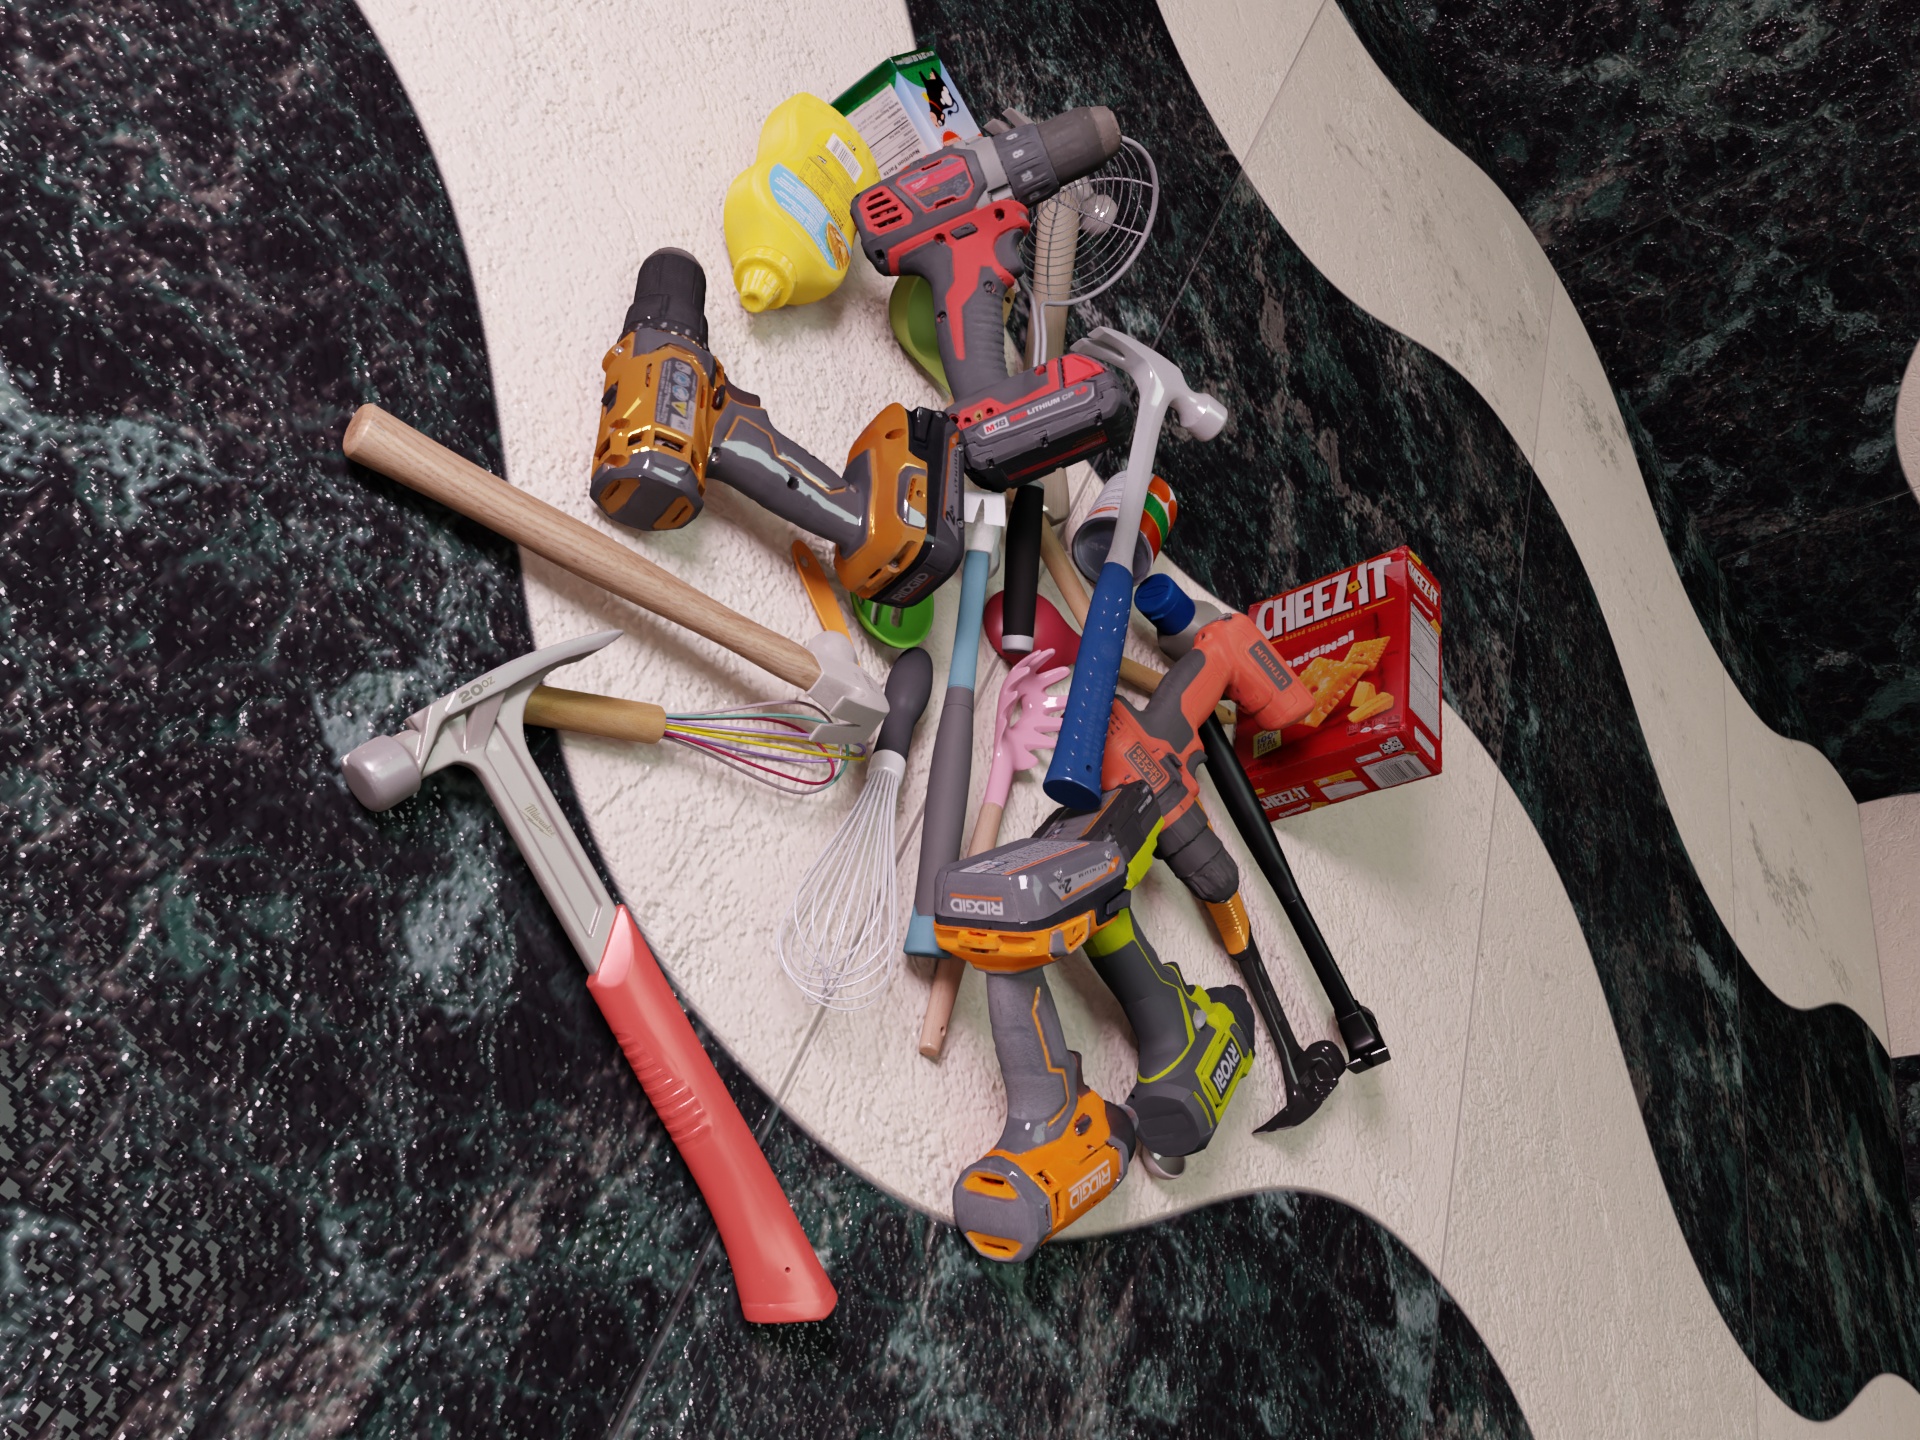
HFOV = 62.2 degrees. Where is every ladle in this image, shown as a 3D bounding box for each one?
[{"bbox_3d":[0.040,-0.193,1.172,0.078,0.062,0.320,-29,91,-41],"label":"ladle"},{"bbox_3d":[0.130,-0.039,1.250,0.315,0.031,0.069,20,57,-46],"label":"ladle"}]

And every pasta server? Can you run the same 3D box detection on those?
[{"bbox_3d":[0.022,0.078,1.045,0.060,0.040,0.316,50,40,-35],"label":"pasta server"}]

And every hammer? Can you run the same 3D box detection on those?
[{"bbox_3d":[0.203,0.149,1.233,0.127,0.034,0.337,-24,91,-54],"label":"hammer"},{"bbox_3d":[-0.002,-0.003,1.027,0.128,0.033,0.331,93,4,-65],"label":"hammer"},{"bbox_3d":[-0.150,0.138,0.786,0.149,0.037,0.359,-34,101,-37],"label":"hammer"},{"bbox_3d":[-0.172,-0.074,0.859,0.331,0.031,0.130,29,14,-32],"label":"hammer"},{"bbox_3d":[0.065,-0.330,1.312,0.146,0.038,0.411,32,49,-35],"label":"hammer"},{"bbox_3d":[0.113,-0.120,1.167,0.144,0.035,0.406,32,54,-26],"label":"hammer"},{"bbox_3d":[0.256,0.128,1.271,0.335,0.035,0.146,63,10,-1],"label":"hammer"}]

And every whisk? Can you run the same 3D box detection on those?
[{"bbox_3d":[-0.050,0.054,0.959,0.070,0.070,0.285,44,38,-27],"label":"whisk"},{"bbox_3d":[-0.151,0.006,0.874,0.244,0.051,0.047,11,32,-43],"label":"whisk"}]

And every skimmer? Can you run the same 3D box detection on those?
[{"bbox_3d":[0.077,-0.228,1.126,0.127,0.090,0.363,13,79,-49],"label":"skimmer"}]

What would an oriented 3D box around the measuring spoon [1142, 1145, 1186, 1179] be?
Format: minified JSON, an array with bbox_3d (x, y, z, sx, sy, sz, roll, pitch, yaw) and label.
[{"bbox_3d":[0.152,0.281,1.122,0.034,0.018,0.124,44,32,0],"label":"measuring spoon"}]

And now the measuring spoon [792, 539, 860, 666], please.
[{"bbox_3d":[-0.084,-0.061,1.013,0.021,0.011,0.117,-18,82,-51],"label":"measuring spoon"}]

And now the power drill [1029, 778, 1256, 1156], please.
[{"bbox_3d":[0.131,0.163,1.103,0.223,0.080,0.171,63,32,-9],"label":"power drill"}]

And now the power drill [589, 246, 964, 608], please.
[{"bbox_3d":[-0.109,-0.179,0.967,0.226,0.084,0.185,17,57,-30],"label":"power drill"}]

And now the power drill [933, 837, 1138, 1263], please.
[{"bbox_3d":[0.057,0.189,0.962,0.164,0.084,0.226,-12,100,-55],"label":"power drill"}]

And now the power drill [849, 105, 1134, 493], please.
[{"bbox_3d":[0.045,-0.286,1.057,0.080,0.188,0.227,23,46,-78],"label":"power drill"}]

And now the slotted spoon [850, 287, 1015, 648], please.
[{"bbox_3d":[-0.012,-0.182,1.098,0.070,0.031,0.314,34,60,-28],"label":"slotted spoon"}]
